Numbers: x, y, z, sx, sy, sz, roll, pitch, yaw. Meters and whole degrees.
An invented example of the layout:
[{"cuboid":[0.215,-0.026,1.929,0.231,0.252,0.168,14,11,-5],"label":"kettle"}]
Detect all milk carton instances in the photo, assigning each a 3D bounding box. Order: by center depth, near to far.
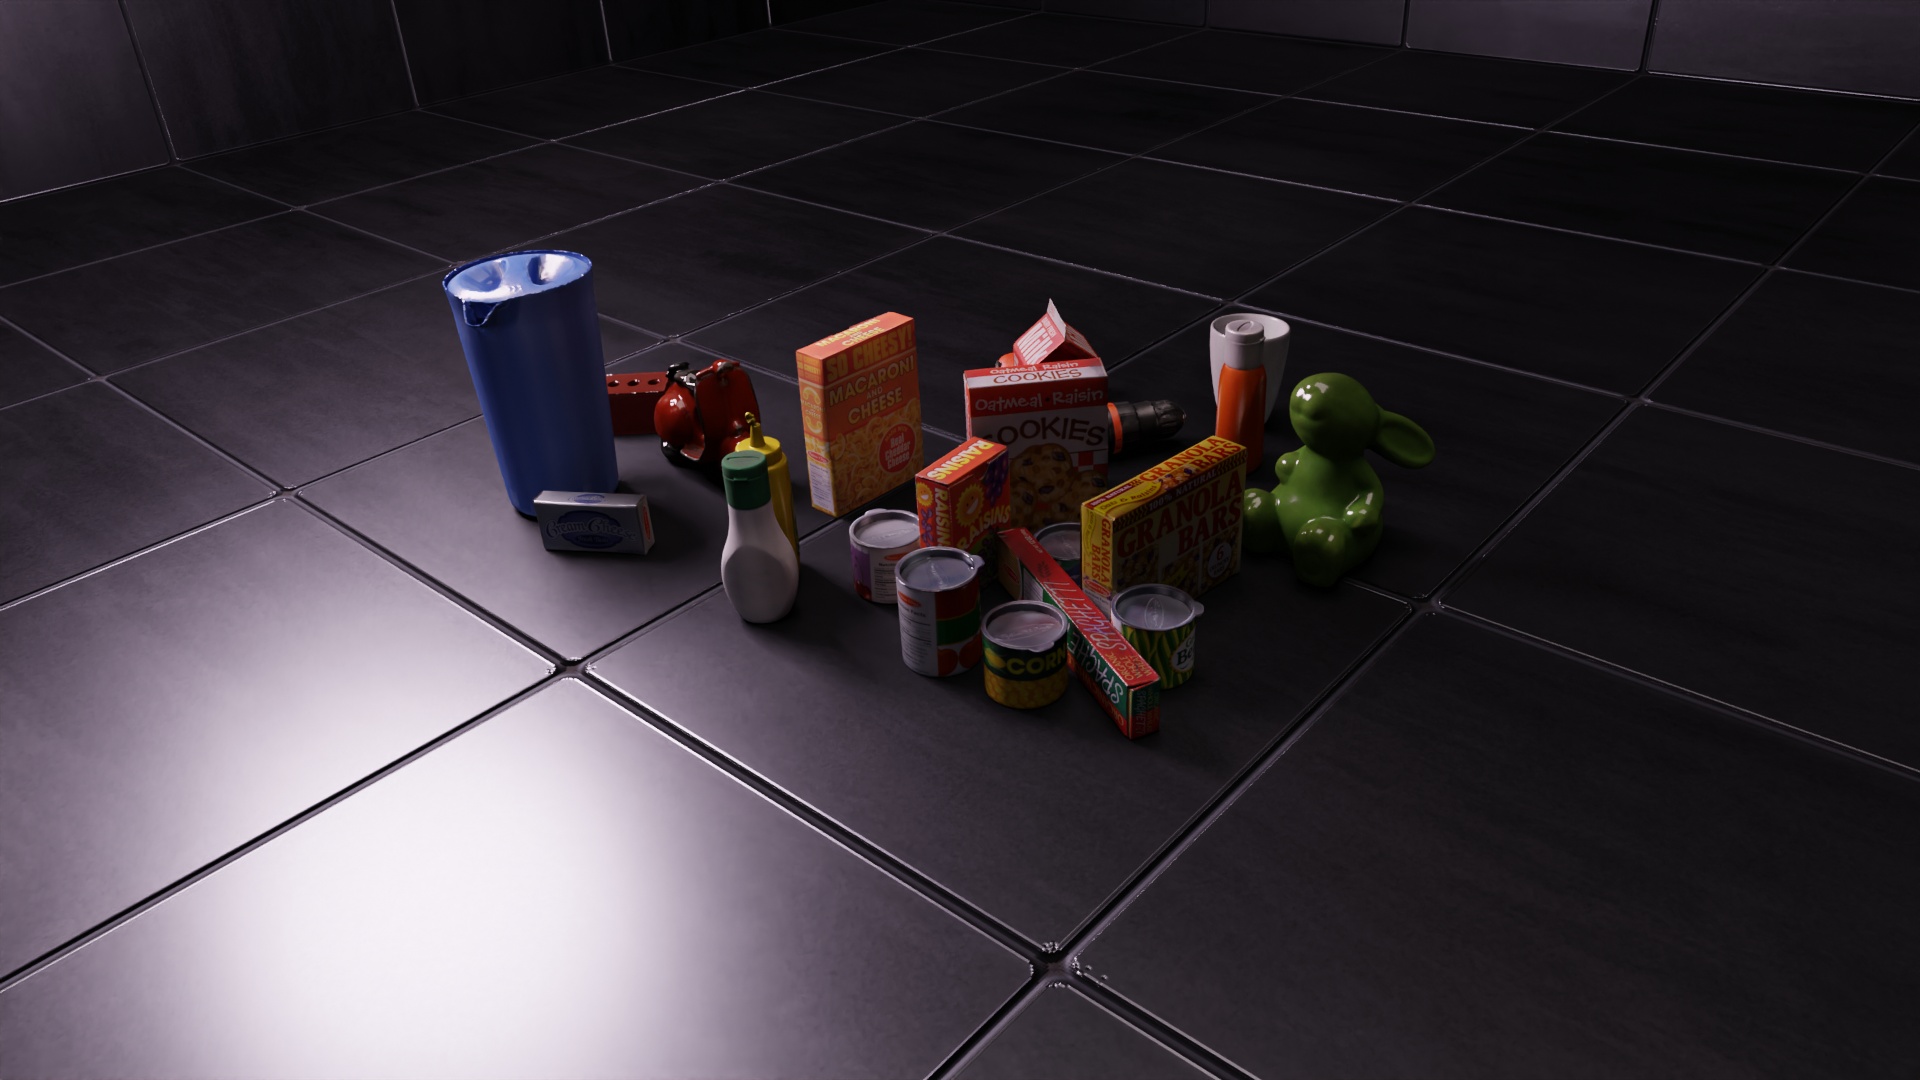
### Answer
[{"cuboid":[0.092,-0.125,1.302,0.073,0.189,0.072,-7,30,-7],"label":"milk carton"}]

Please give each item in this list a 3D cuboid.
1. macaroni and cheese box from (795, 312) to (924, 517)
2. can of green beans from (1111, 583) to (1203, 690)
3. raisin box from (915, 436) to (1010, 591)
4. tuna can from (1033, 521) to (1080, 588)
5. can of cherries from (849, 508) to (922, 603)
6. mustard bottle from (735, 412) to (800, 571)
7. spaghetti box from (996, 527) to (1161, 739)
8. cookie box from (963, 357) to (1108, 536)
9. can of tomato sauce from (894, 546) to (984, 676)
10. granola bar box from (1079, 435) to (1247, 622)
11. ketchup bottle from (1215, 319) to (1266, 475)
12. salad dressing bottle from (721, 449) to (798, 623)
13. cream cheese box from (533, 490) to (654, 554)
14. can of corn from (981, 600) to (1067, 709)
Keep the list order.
[{"cuboid":[-0.095,-0.122,1.337,0.040,0.165,0.124,23,39,37],"label":"macaroni and cheese box"},{"cuboid":[0.151,0.075,1.086,0.071,0.057,0.071,-2,30,1],"label":"can of green beans"},{"cuboid":[0.004,-0.015,1.188,0.040,0.122,0.086,19,37,33],"label":"raisin box"},{"cuboid":[0.098,0.013,1.222,0.071,0.032,0.071,-2,30,1],"label":"tuna can"},{"cuboid":[-0.062,0.013,1.211,0.071,0.058,0.072,-2,30,1],"label":"can of cherries"},{"cuboid":[-0.170,-0.037,1.206,0.049,0.159,0.065,-9,31,-10],"label":"mustard bottle"},{"cuboid":[0.089,0.068,1.112,0.029,0.050,0.251,-14,32,-17],"label":"spaghetti box"},{"cuboid":[0.068,-0.075,1.242,0.123,0.166,0.040,-6,30,-5],"label":"cookie box"},{"cuboid":[-0.015,0.056,1.108,0.071,0.082,0.071,-2,30,1],"label":"can of tomato sauce"},{"cuboid":[0.168,-0.001,1.149,0.166,0.123,0.039,-27,38,-35],"label":"granola bar box"},{"cuboid":[0.274,-0.139,1.351,0.043,0.148,0.065,15,35,29],"label":"ketchup bottle"},{"cuboid":[-0.171,-0.003,1.159,0.064,0.147,0.044,0,30,5],"label":"salad dressing bottle"},{"cuboid":[-0.340,-0.017,1.291,0.104,0.053,0.024,3,31,10],"label":"cream cheese box"},{"cuboid":[0.051,0.089,1.070,0.071,0.058,0.071,-2,30,1],"label":"can of corn"}]
